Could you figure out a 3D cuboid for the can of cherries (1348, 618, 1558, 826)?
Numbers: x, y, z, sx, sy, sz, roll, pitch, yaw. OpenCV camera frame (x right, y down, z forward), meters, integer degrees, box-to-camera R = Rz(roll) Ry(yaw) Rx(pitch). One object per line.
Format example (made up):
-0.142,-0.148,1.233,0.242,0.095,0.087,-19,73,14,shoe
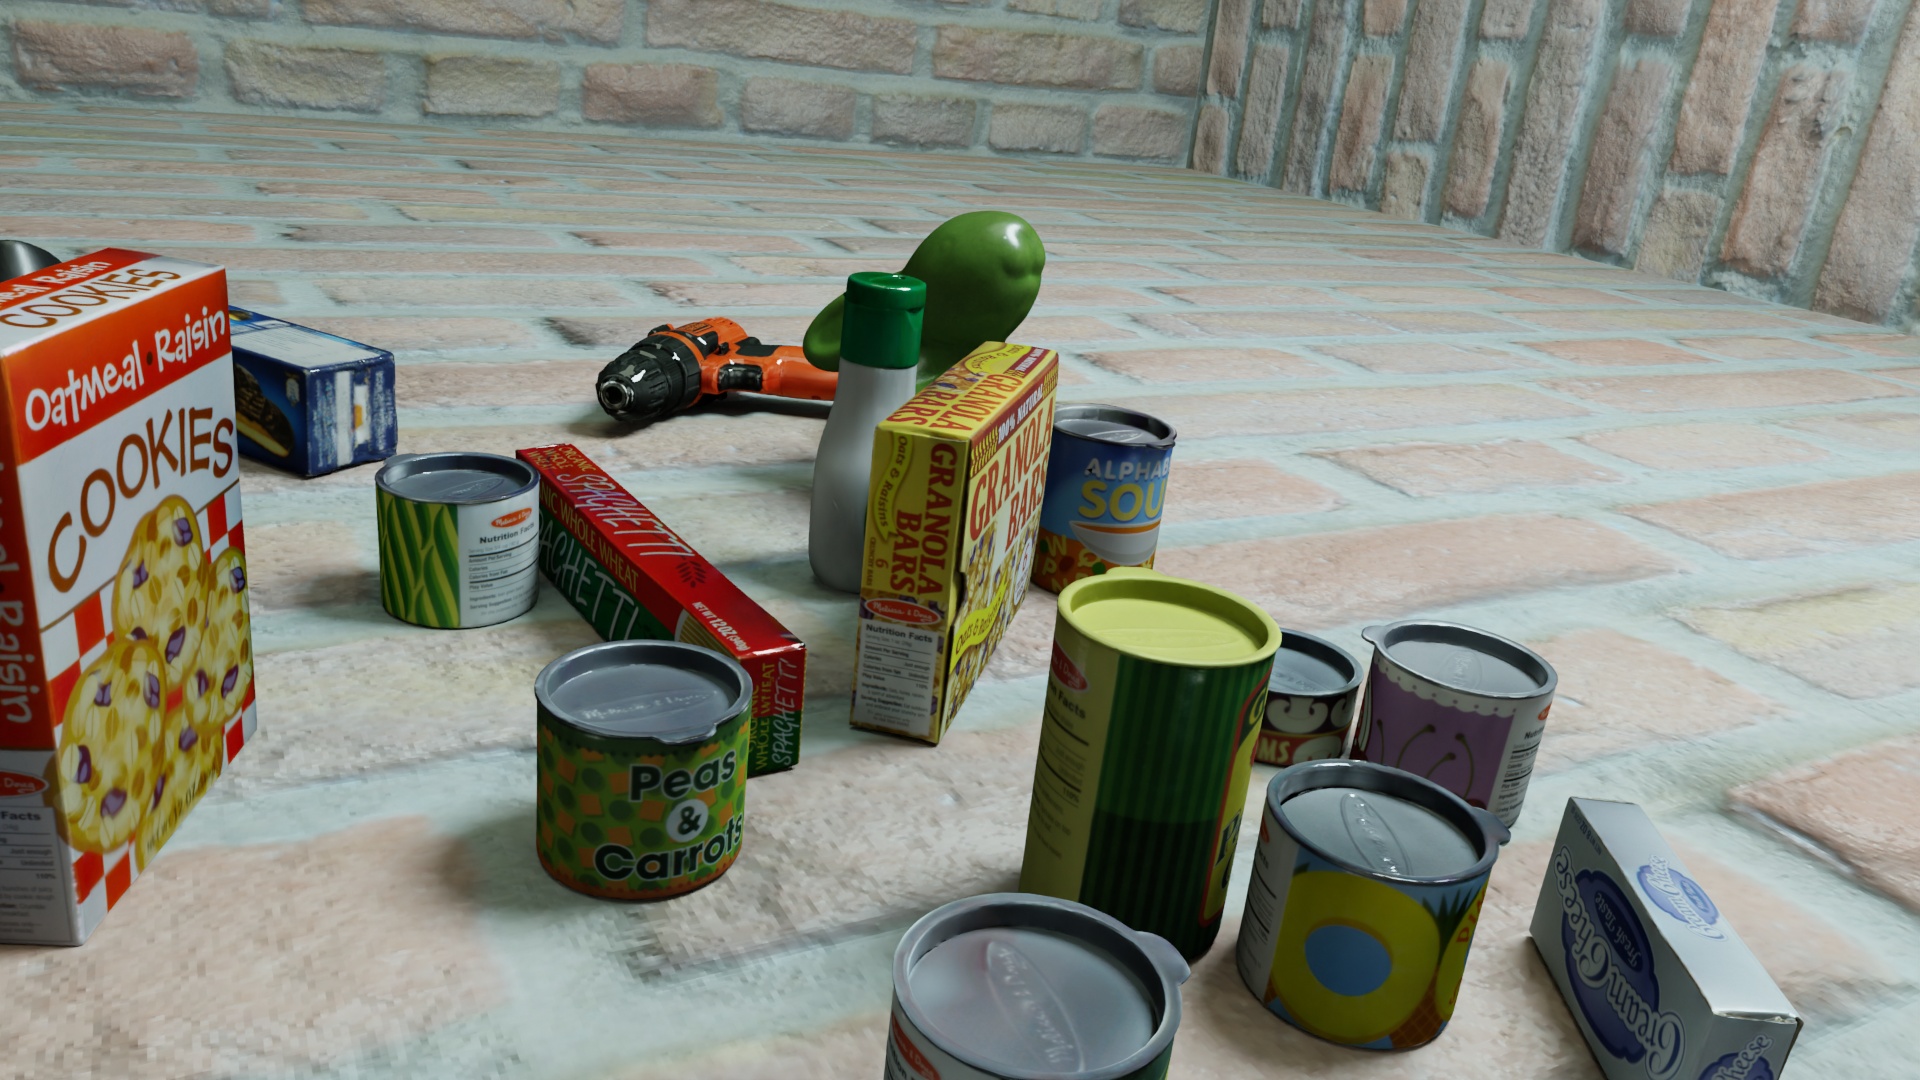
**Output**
0.183,0.069,0.530,0.071,0.058,0.072,6,20,-2,can of cherries

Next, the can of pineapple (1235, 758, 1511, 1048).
0.121,0.106,0.411,0.071,0.057,0.071,6,20,-2,can of pineapple

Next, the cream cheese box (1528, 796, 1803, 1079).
0.196,0.123,0.396,0.024,0.053,0.104,7,20,1,cream cheese box

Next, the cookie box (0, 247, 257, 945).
-0.253,0.010,0.403,0.040,0.166,0.123,4,20,-6,cookie box

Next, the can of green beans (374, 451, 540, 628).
-0.216,-0.001,0.599,0.071,0.057,0.071,6,20,-2,can of green beans

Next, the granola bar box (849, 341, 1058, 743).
0.002,-0.007,0.585,0.039,0.123,0.166,11,21,12,granola bar box

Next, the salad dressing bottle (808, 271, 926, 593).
-0.041,-0.050,0.653,0.044,0.147,0.064,15,22,24,salad dressing bottle

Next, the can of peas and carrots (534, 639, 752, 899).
-0.099,0.072,0.438,0.071,0.058,0.071,6,20,-2,can of peas and carrots

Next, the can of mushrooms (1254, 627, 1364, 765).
0.126,0.062,0.565,0.071,0.033,0.071,6,20,-2,can of mushrooms

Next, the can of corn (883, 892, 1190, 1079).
0.017,0.126,0.327,0.071,0.058,0.071,6,20,-2,can of corn

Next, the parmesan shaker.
0.056,0.069,0.429,0.071,0.102,0.071,6,20,-2,parmesan shaker

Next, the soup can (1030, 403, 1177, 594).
0.070,-0.019,0.694,0.071,0.083,0.071,6,20,-2,soup can

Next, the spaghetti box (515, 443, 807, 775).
-0.135,0.018,0.582,0.029,0.050,0.250,-8,25,-34,spaghetti box
